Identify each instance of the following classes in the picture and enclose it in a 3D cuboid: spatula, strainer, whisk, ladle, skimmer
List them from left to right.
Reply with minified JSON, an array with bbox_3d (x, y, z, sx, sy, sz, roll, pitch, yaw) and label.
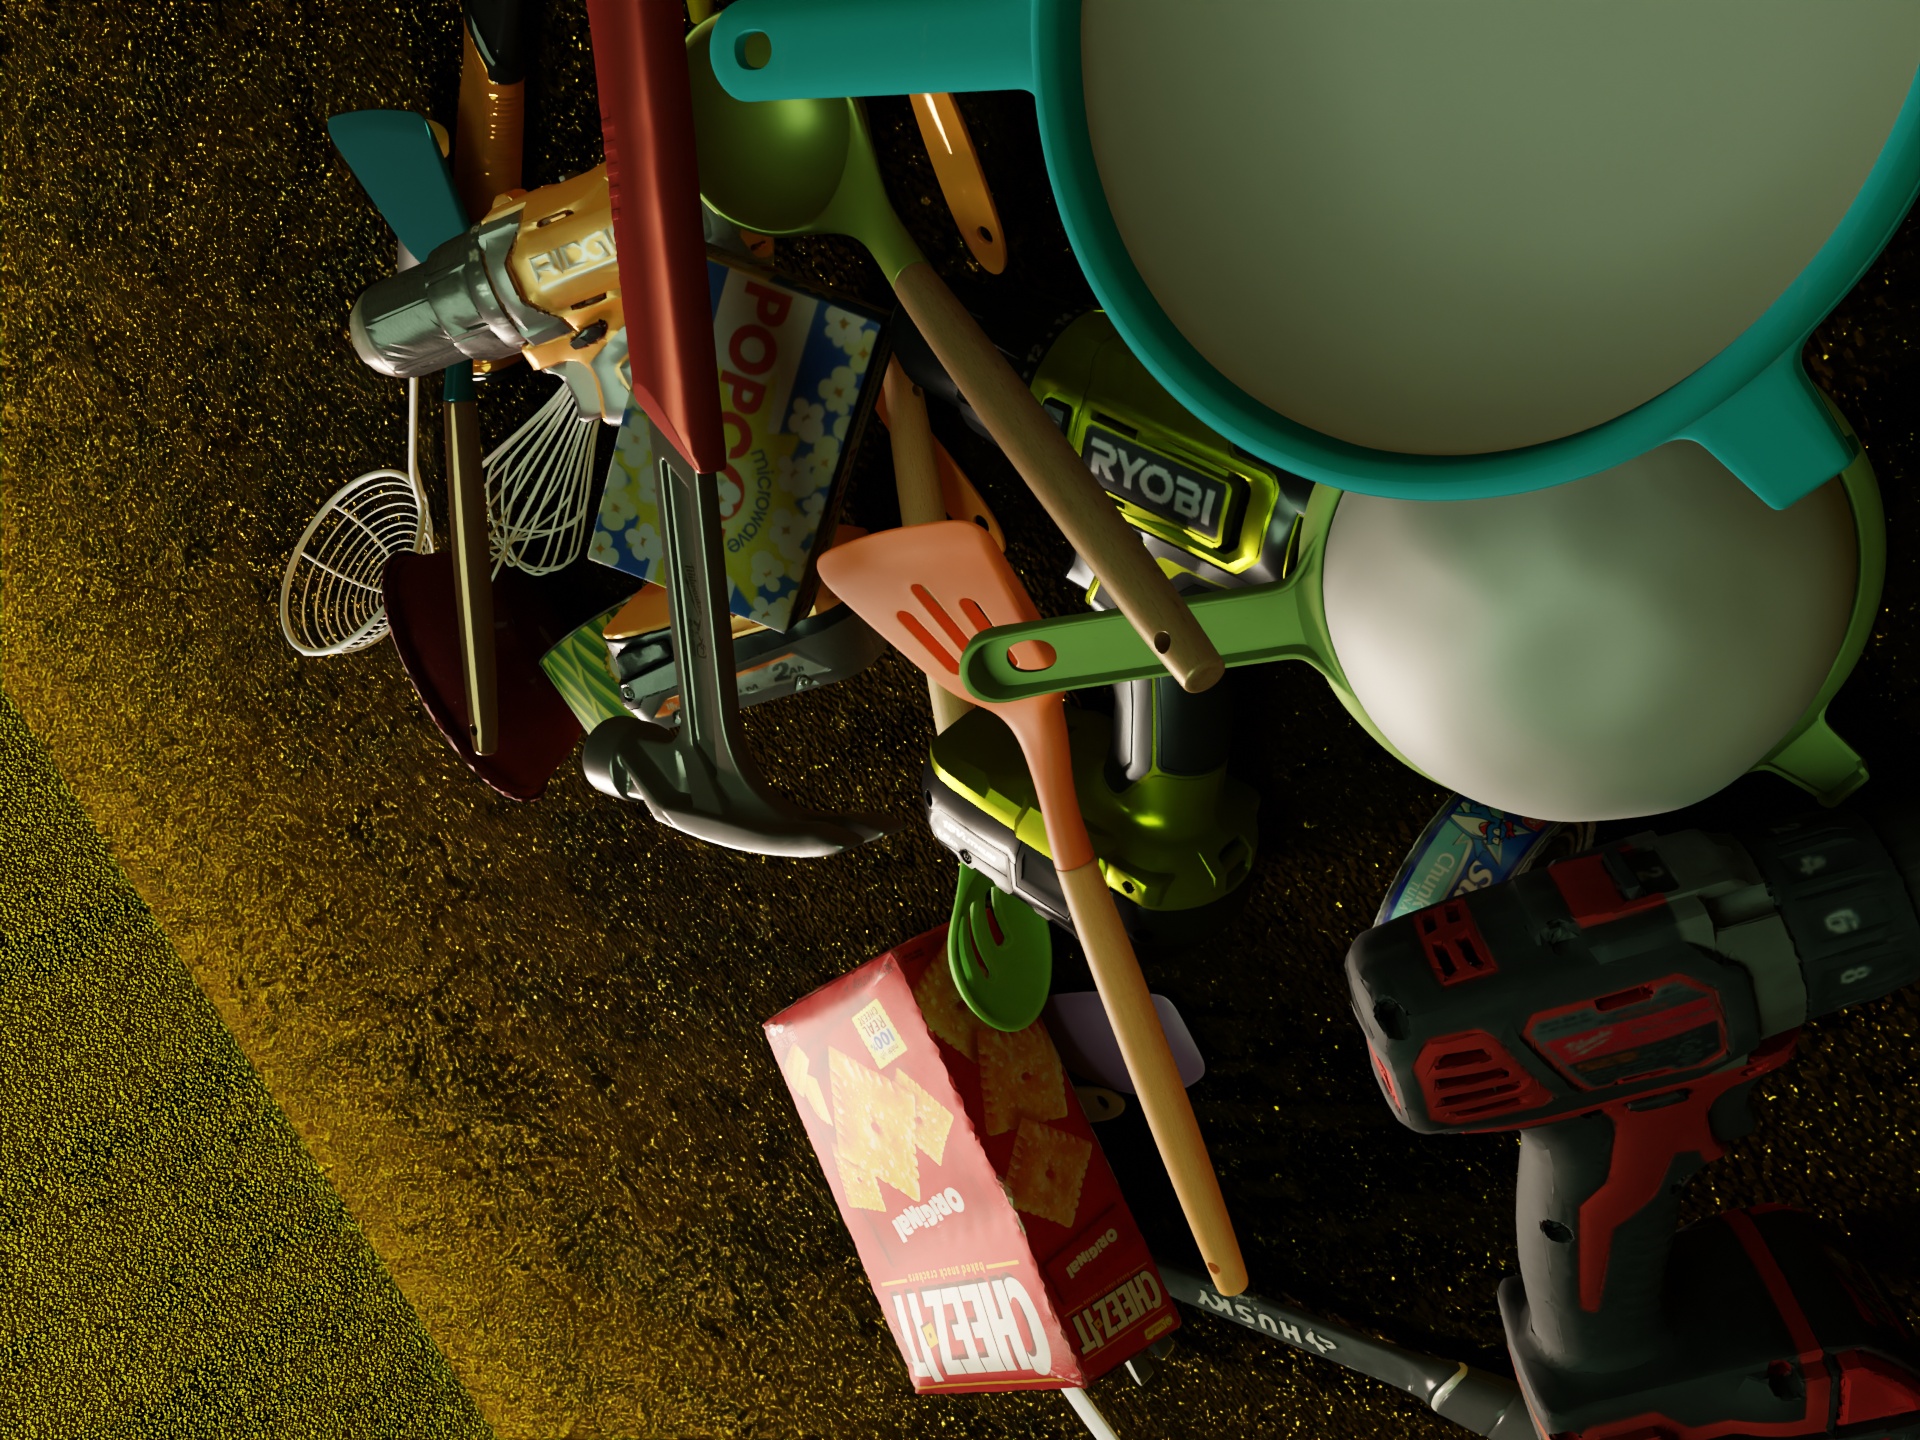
[{"bbox_3d":[-0.341,-0.177,0.898,0.363,0.090,0.127,116,145,-48],"label":"skimmer"},{"bbox_3d":[-0.256,-0.131,0.786,0.082,0.044,0.317,14,112,36],"label":"spatula"},{"bbox_3d":[-0.186,-0.152,0.777,0.070,0.070,0.284,52,139,4],"label":"whisk"},{"bbox_3d":[-0.014,-0.125,0.503,0.320,0.062,0.078,59,136,33],"label":"ladle"},{"bbox_3d":[0.009,0.167,0.836,0.316,0.018,0.059,-12,109,51],"label":"spatula"},{"bbox_3d":[0.043,0.076,0.566,0.081,0.041,0.322,-7,110,45],"label":"spatula"},{"bbox_3d":[0.077,-0.176,0.407,0.341,0.095,0.211,17,116,39],"label":"strainer"},{"bbox_3d":[0.113,-0.021,0.435,0.256,0.069,0.151,-8,114,22],"label":"strainer"}]

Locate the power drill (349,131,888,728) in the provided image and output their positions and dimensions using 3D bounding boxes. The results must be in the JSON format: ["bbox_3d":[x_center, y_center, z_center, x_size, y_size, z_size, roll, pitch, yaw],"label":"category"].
[{"bbox_3d":[-0.142,-0.114,0.675,0.185,0.084,0.226,-15,110,17],"label":"power drill"}]

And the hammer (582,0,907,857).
[{"bbox_3d":[-0.092,-0.133,0.530,0.149,0.036,0.359,10,110,42],"label":"hammer"}]

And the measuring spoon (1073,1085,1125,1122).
[{"bbox_3d":[0.042,0.197,0.830,0.124,0.018,0.034,-15,101,46],"label":"measuring spoon"}]

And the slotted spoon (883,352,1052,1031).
[{"bbox_3d":[-0.001,-0.002,0.679,0.031,0.070,0.313,9,121,34],"label":"slotted spoon"}]

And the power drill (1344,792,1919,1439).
[{"bbox_3d":[0.228,0.123,0.459,0.188,0.080,0.226,-19,118,10],"label":"power drill"}]

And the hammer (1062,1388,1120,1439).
[{"bbox_3d":[0.035,0.354,0.924,0.405,0.035,0.144,55,145,-5],"label":"hammer"}]

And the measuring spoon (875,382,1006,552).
[{"bbox_3d":[-0.016,-0.116,0.647,0.117,0.011,0.021,53,142,-4],"label":"measuring spoon"}]

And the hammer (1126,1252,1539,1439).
[{"bbox_3d":[0.200,0.293,0.705,0.409,0.036,0.149,5,123,47],"label":"hammer"}]

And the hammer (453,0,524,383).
[{"bbox_3d":[-0.215,-0.289,0.714,0.127,0.034,0.336,43,143,15],"label":"hammer"}]

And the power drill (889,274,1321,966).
[{"bbox_3d":[0.048,-0.039,0.578,0.191,0.080,0.228,31,135,28],"label":"power drill"}]

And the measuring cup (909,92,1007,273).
[{"bbox_3d":[0.000,-0.231,0.505,0.095,0.052,0.173,20,145,42],"label":"measuring cup"}]
